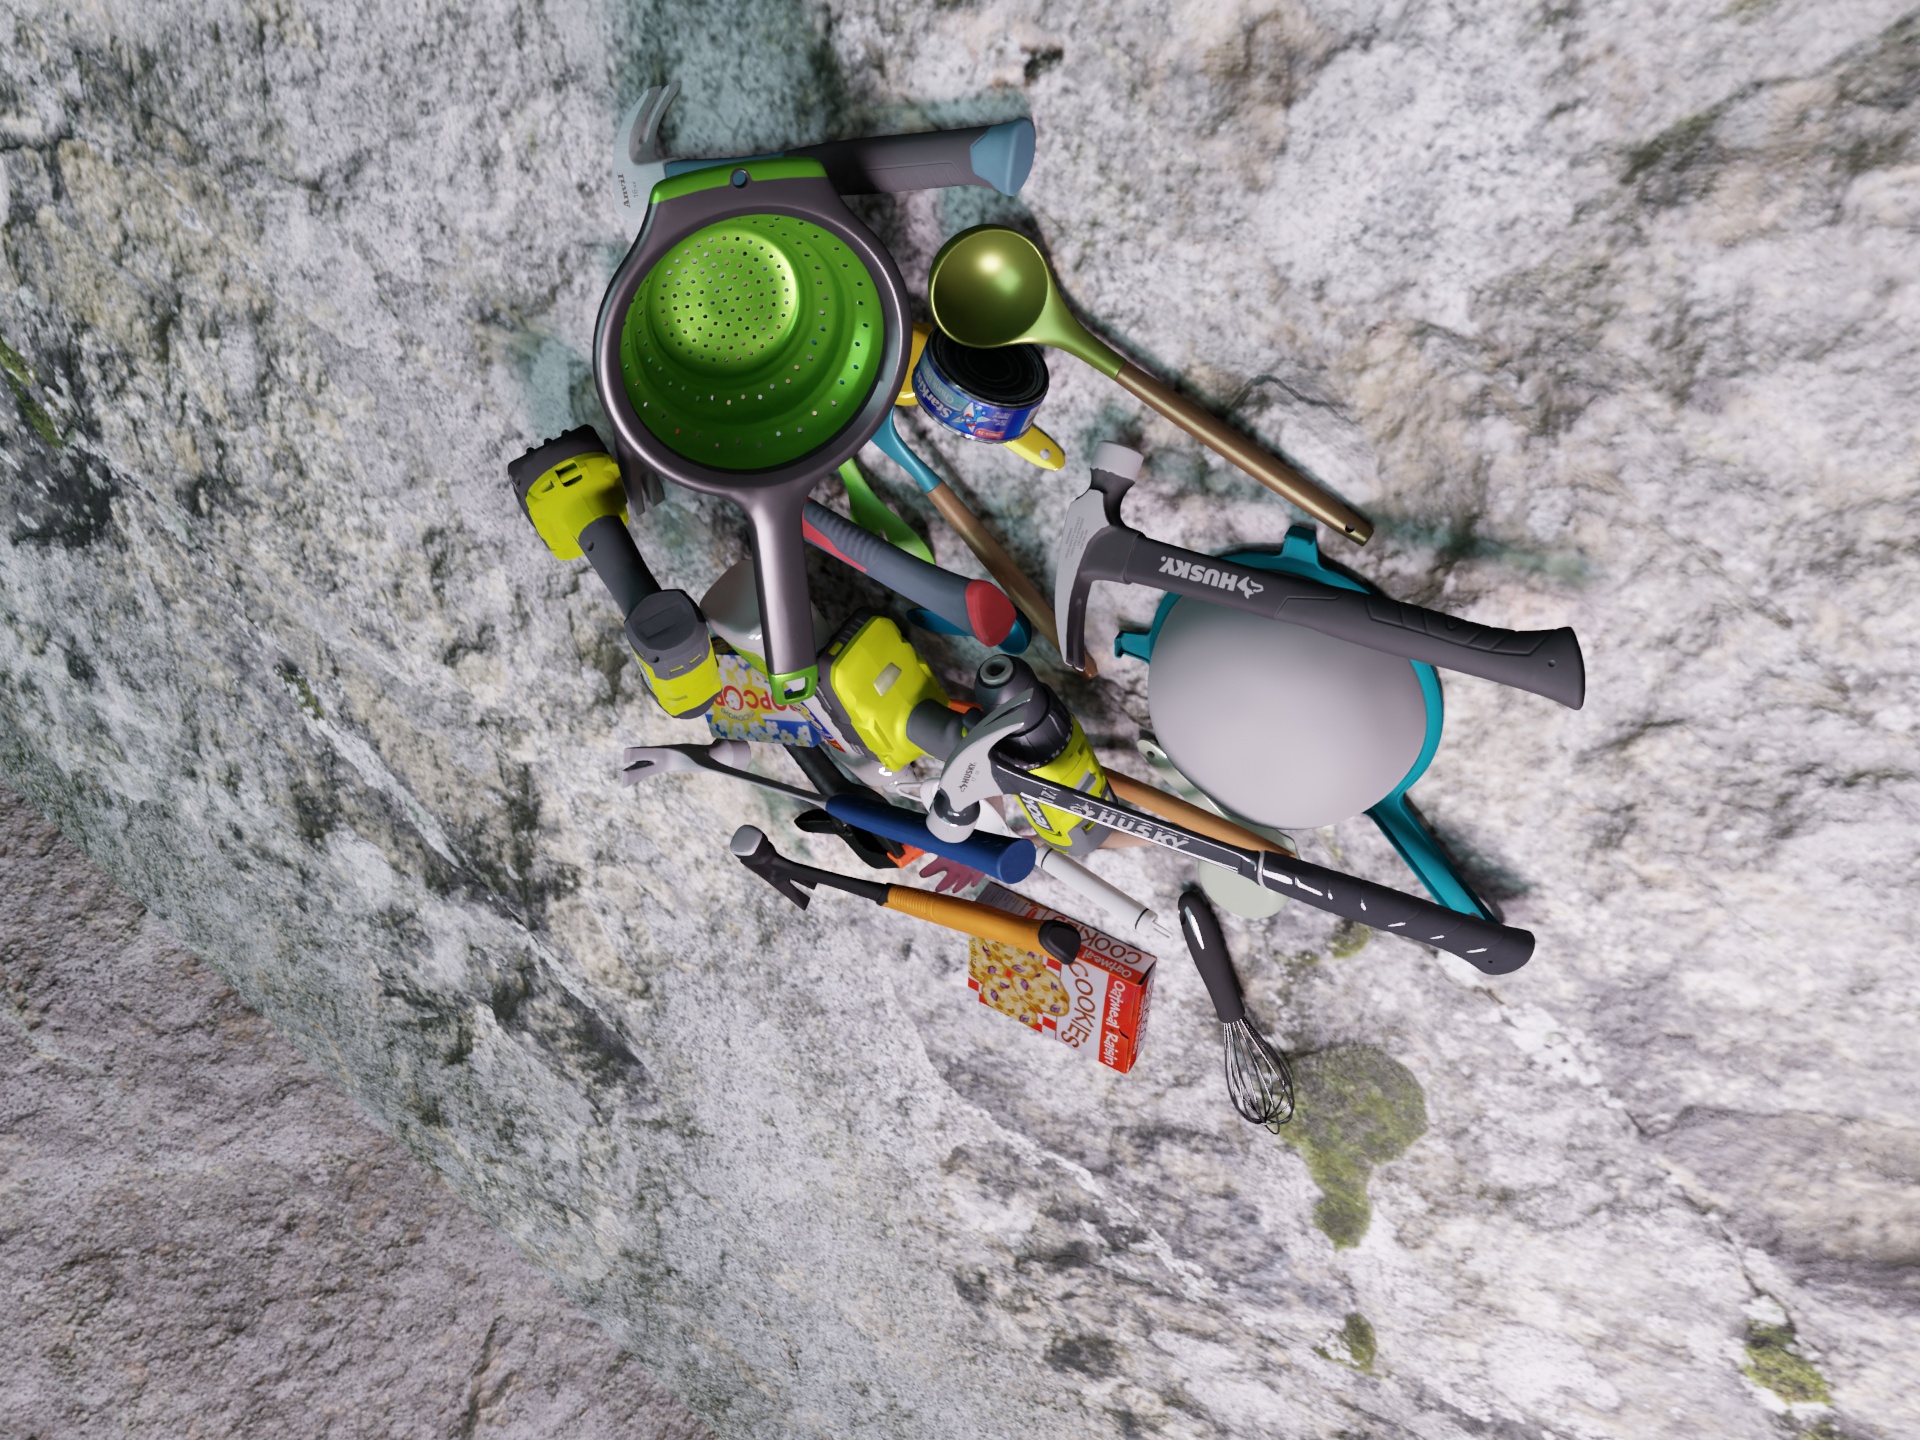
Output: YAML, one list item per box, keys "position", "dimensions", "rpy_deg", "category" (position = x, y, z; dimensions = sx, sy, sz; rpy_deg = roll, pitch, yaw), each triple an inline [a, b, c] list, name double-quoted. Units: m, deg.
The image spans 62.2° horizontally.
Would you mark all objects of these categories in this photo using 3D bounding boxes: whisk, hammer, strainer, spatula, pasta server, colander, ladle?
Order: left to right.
- position: [-0.139, -0.190, 1.073]
  dimensions: [0.095, 0.204, 0.396]
  rpy_deg: [-122, 23, -48]
  category: "colander"
- position: [-0.120, -0.143, 1.205]
  dimensions: [0.386, 0.038, 0.143]
  rpy_deg: [31, 142, 25]
  category: "hammer"
- position: [-0.098, -0.355, 1.031]
  dimensions: [0.331, 0.033, 0.128]
  rpy_deg: [8, 120, 32]
  category: "hammer"
- position: [-0.112, 0.067, 1.286]
  dimensions: [0.406, 0.144, 0.035]
  rpy_deg: [14, 102, 41]
  category: "hammer"
- position: [-0.043, 0.160, 1.377]
  dimensions: [0.337, 0.034, 0.127]
  rpy_deg: [11, 157, 34]
  category: "hammer"
- position: [0.004, -0.155, 1.144]
  dimensions: [0.082, 0.044, 0.317]
  rpy_deg: [-24, 113, 47]
  category: "spatula"
- position: [0.061, 0.101, 1.245]
  dimensions: [0.259, 0.050, 0.086]
  rpy_deg: [32, 152, 26]
  category: "strainer"
- position: [0.073, 0.101, 1.279]
  dimensions: [0.316, 0.040, 0.060]
  rpy_deg: [-10, 102, 50]
  category: "pasta server"
- position: [0.111, 0.052, 1.193]
  dimensions: [0.323, 0.041, 0.081]
  rpy_deg: [24, 140, 42]
  category: "spatula"
- position: [0.118, -0.200, 0.984]
  dimensions: [0.320, 0.062, 0.078]
  rpy_deg: [35, 115, 5]
  category: "ladle"
- position: [0.221, 0.240, 1.296]
  dimensions: [0.055, 0.055, 0.238]
  rpy_deg: [-4, 118, 41]
  category: "whisk"
- position: [0.186, 0.088, 1.056]
  dimensions: [0.409, 0.036, 0.149]
  rpy_deg: [19, 141, -2]
  category: "hammer"
- position: [0.211, -0.065, 0.970]
  dimensions: [0.335, 0.035, 0.146]
  rpy_deg: [19, 91, 25]
  category: "hammer"
- position: [0.244, 0.048, 1.067]
  dimensions: [0.340, 0.095, 0.211]
  rpy_deg: [50, 140, -7]
  category: "strainer"

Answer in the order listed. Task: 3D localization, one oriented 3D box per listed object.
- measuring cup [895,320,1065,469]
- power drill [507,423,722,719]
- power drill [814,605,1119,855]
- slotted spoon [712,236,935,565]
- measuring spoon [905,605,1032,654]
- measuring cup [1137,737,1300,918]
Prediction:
- position: [0.003, -0.214, 1.071]
  dimensions: [0.156, 0.029, 0.062]
  rpy_deg: [33, 103, 1]
  category: "measuring cup"
- position: [-0.265, -0.108, 1.264]
  dimensions: [0.223, 0.080, 0.171]
  rpy_deg: [56, 167, 17]
  category: "power drill"
- position: [-0.002, -0.004, 1.155]
  dimensions: [0.229, 0.080, 0.190]
  rpy_deg: [23, 156, 38]
  category: "power drill"
- position: [-0.107, -0.227, 1.168]
  dimensions: [0.070, 0.031, 0.313]
  rpy_deg: [-5, 120, 49]
  category: "slotted spoon"
- position: [0.008, -0.078, 1.217]
  dimensions: [0.129, 0.021, 0.042]
  rpy_deg: [12, 135, 44]
  category: "measuring spoon"
- position: [0.184, 0.082, 1.190]
  dimensions: [0.167, 0.038, 0.083]
  rpy_deg: [46, 140, -7]
  category: "measuring cup"
